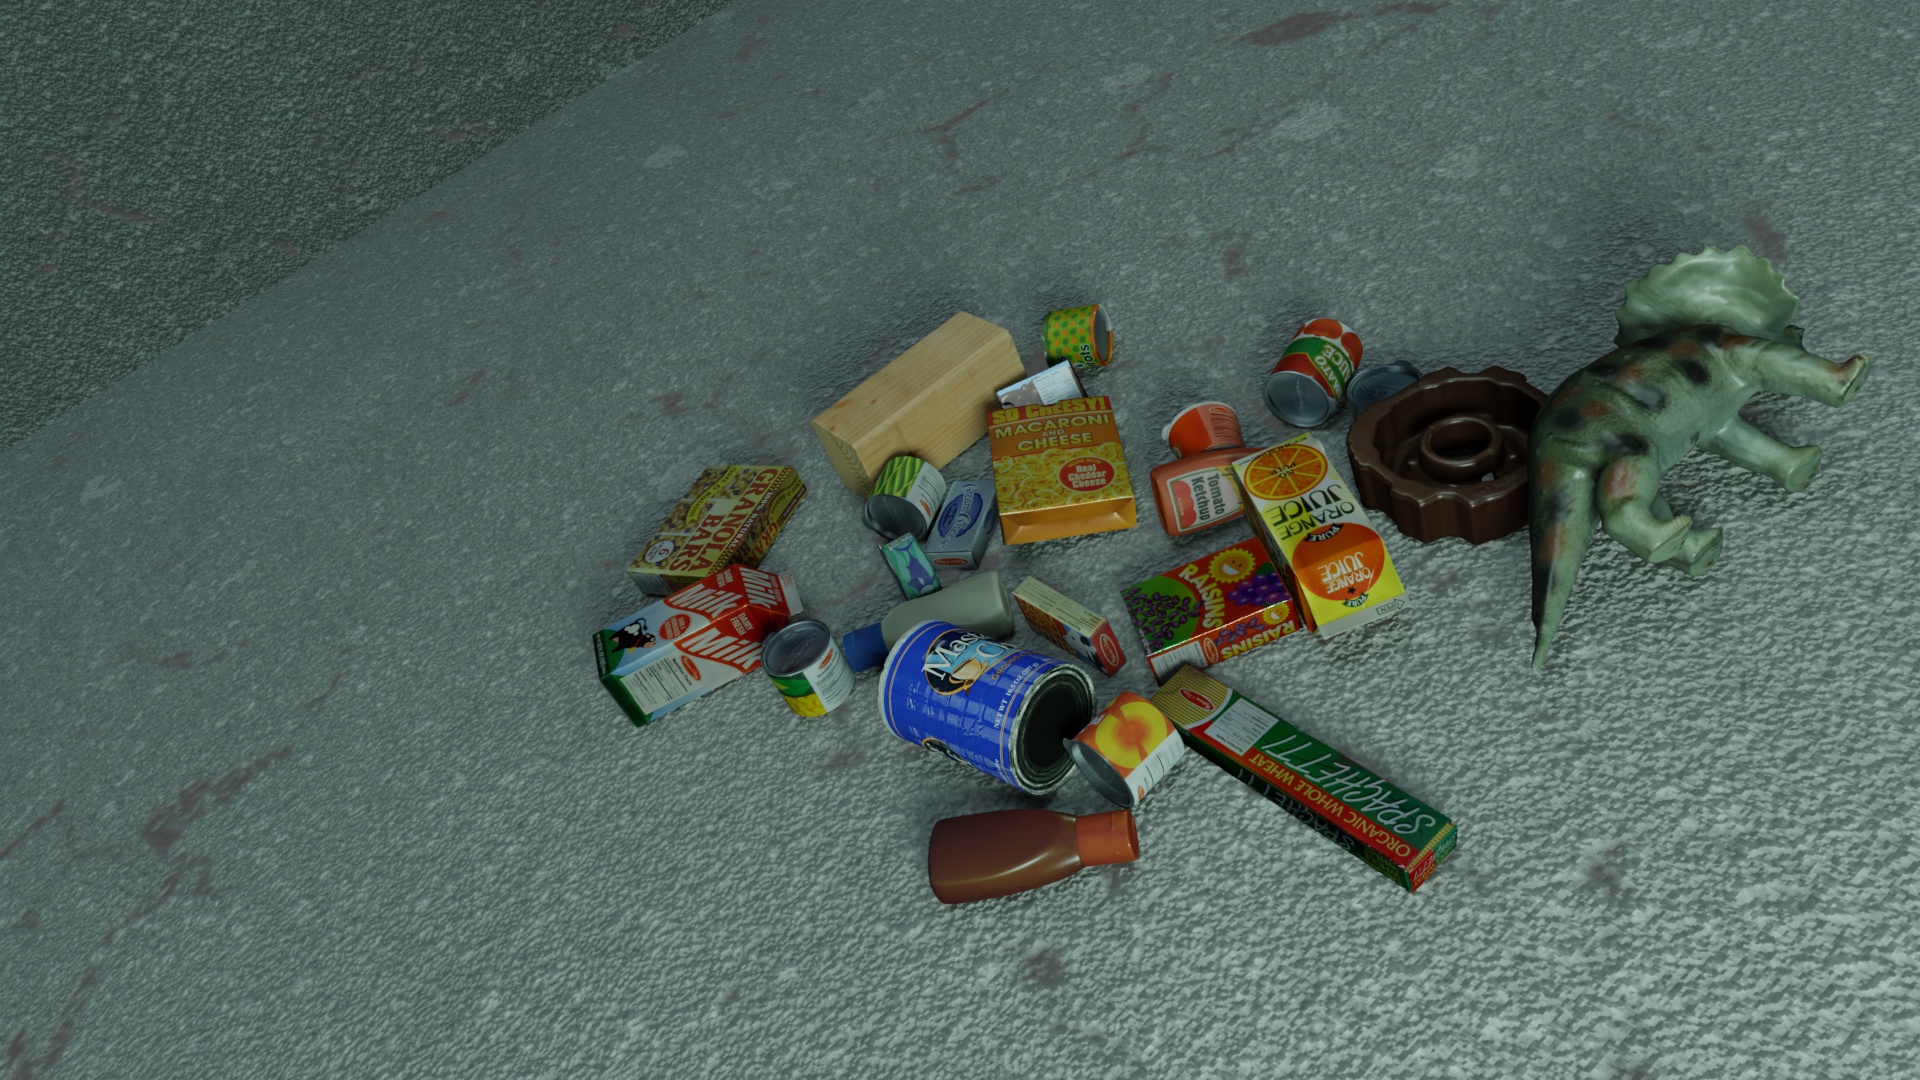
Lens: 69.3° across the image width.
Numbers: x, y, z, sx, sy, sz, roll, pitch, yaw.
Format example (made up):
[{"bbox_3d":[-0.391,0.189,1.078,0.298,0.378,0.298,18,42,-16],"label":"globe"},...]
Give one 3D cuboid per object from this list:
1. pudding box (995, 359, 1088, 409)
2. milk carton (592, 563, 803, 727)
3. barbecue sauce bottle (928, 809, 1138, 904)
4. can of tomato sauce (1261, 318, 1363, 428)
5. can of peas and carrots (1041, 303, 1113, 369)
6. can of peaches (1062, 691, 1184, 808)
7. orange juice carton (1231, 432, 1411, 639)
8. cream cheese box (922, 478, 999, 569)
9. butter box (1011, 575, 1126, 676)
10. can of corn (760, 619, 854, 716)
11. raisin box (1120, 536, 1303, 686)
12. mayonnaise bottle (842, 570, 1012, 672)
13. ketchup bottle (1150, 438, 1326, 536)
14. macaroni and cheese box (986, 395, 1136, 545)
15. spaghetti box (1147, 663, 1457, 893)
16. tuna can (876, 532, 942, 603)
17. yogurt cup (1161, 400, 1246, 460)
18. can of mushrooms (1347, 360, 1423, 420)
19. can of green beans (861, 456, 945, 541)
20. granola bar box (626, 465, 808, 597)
[{"bbox_3d":[0.083,-0.143,1.409,0.084,0.030,0.050,-25,74,1],"label":"pudding box"},{"bbox_3d":[-0.238,0.089,1.298,0.191,0.073,0.072,-26,37,-2],"label":"milk carton"},{"bbox_3d":[0.052,0.222,1.003,0.148,0.043,0.065,-12,40,16],"label":"barbecue sauce bottle"},{"bbox_3d":[0.326,-0.154,1.275,0.071,0.071,0.083,9,48,36],"label":"can of tomato sauce"},{"bbox_3d":[0.123,-0.210,1.456,0.058,0.070,0.071,-5,42,24],"label":"can of peas and carrots"},{"bbox_3d":[0.121,0.153,1.026,0.058,0.071,0.071,-40,40,-19],"label":"can of peaches"},{"bbox_3d":[0.286,0.004,1.106,0.072,0.072,0.193,-22,38,5],"label":"orange juice carton"},{"bbox_3d":[0.005,-0.017,1.326,0.053,0.024,0.104,-2,43,26],"label":"cream cheese box"},{"bbox_3d":[0.090,0.070,1.154,0.024,0.053,0.103,-42,40,-16],"label":"butter box"},{"bbox_3d":[-0.136,0.112,1.225,0.071,0.058,0.071,-15,39,13],"label":"can of corn"},{"bbox_3d":[0.201,0.056,1.120,0.123,0.040,0.086,-23,37,5],"label":"raisin box"},{"bbox_3d":[-0.029,0.076,1.224,0.148,0.041,0.065,-20,36,9],"label":"mayonnaise bottle"},{"bbox_3d":[0.243,-0.053,1.209,0.149,0.064,0.044,-16,19,-2],"label":"ketchup bottle"},{"bbox_3d":[0.092,-0.070,1.309,0.124,0.040,0.167,-8,40,2],"label":"macaroni and cheese box"},{"bbox_3d":[0.234,0.162,0.984,0.050,0.028,0.250,-39,40,-17],"label":"spaghetti box"},{"bbox_3d":[-0.046,0.026,1.267,0.033,0.070,0.071,-29,38,-6],"label":"tuna can"},{"bbox_3d":[0.225,-0.084,1.252,0.072,0.072,0.054,-20,46,7],"label":"yogurt cup"},{"bbox_3d":[0.382,-0.127,1.238,0.071,0.033,0.071,-16,38,13],"label":"can of mushrooms"},{"bbox_3d":[-0.054,-0.040,1.352,0.071,0.071,0.058,-2,43,28],"label":"can of green beans"},{"bbox_3d":[-0.252,-0.010,1.449,0.124,0.039,0.166,2,45,32],"label":"granola bar box"}]
